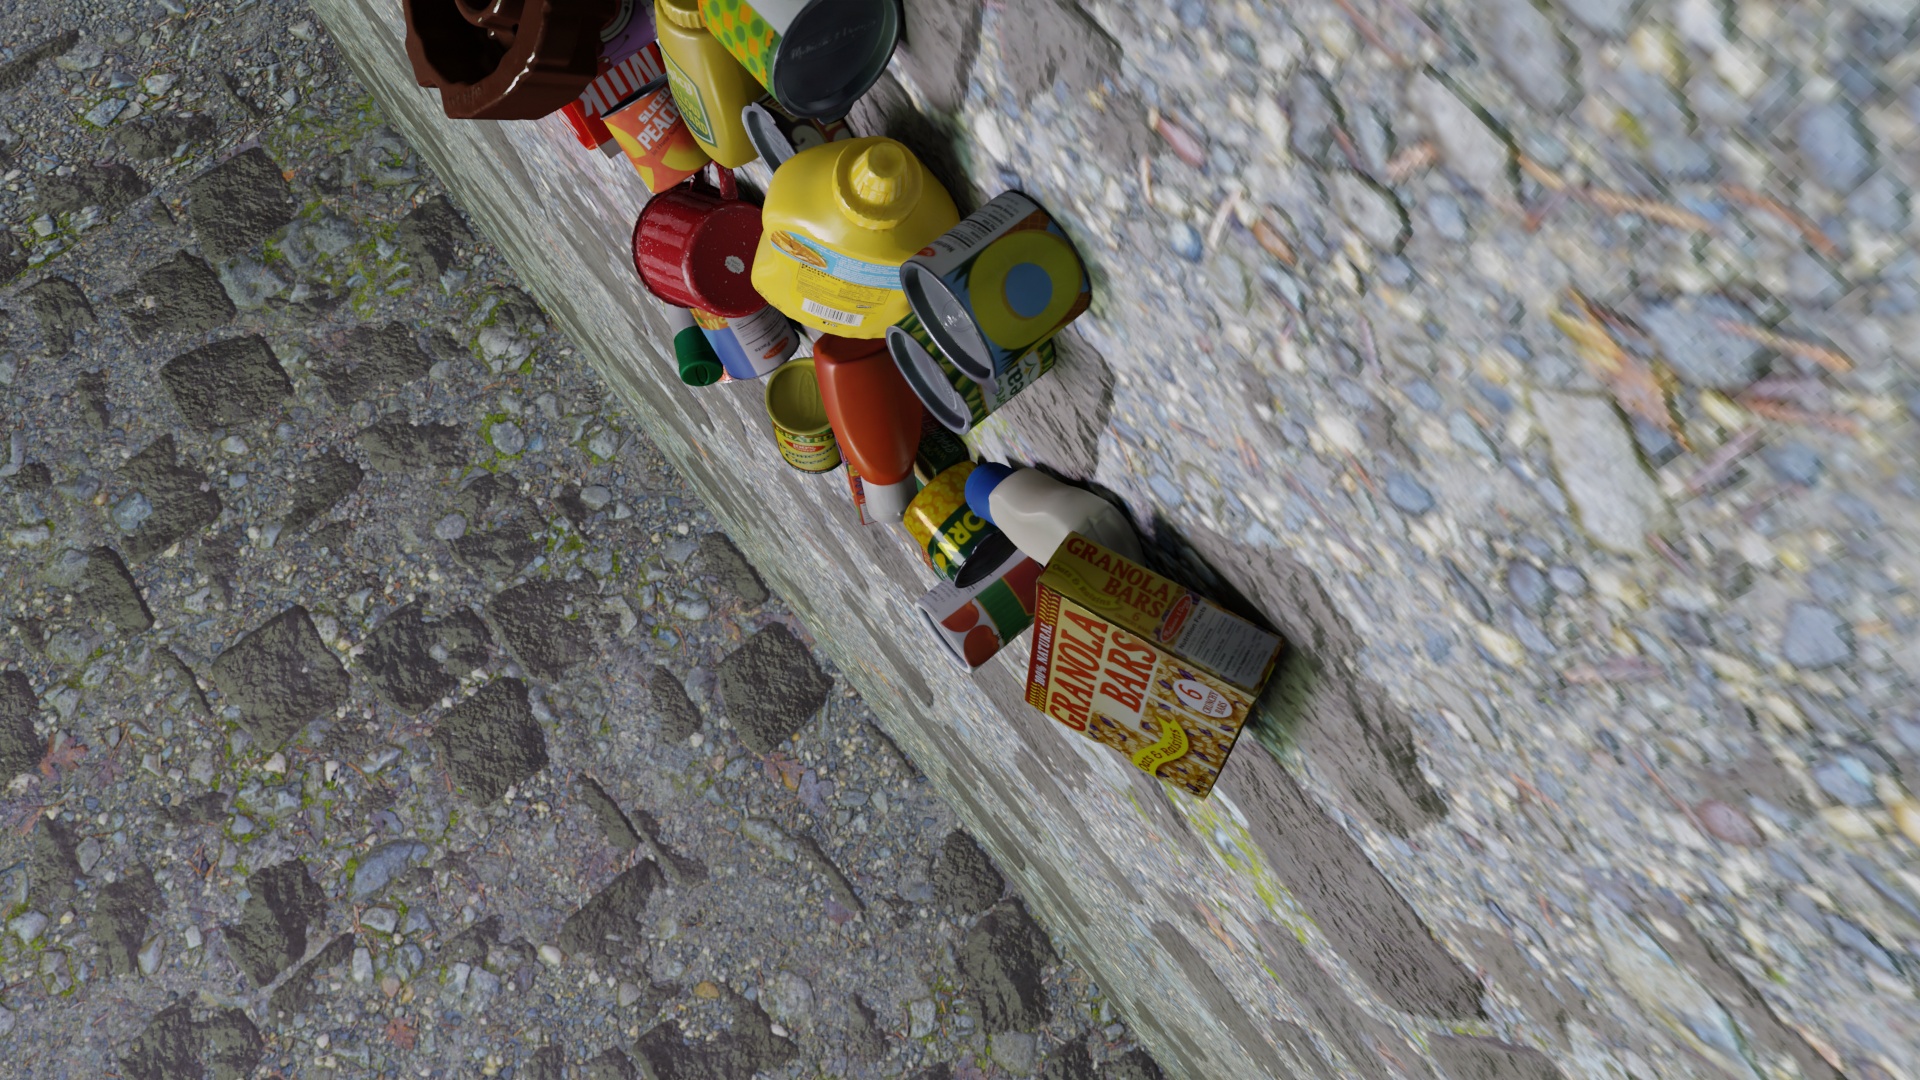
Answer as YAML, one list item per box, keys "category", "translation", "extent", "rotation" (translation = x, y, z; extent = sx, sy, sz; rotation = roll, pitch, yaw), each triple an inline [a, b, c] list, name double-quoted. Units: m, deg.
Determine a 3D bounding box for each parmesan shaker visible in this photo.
- category: "parmesan shaker"
  translation: [-0.120, -0.100, 1.145]
  extent: [0.071, 0.071, 0.102]
  rotation: [49, 168, 12]

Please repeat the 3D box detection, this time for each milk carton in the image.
- category: "milk carton"
  translation: [-0.269, -0.345, 0.964]
  extent: [0.191, 0.072, 0.073]
  rotation: [50, 168, 15]

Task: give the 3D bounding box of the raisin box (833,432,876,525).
- category: "raisin box"
  translation: [-0.072, -0.075, 1.028]
  extent: [0.123, 0.040, 0.086]
  rotation: [87, 168, -69]

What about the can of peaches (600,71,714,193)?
- category: "can of peaches"
  translation: [-0.190, -0.268, 0.905]
  extent: [0.058, 0.071, 0.071]
  rotation: [57, 167, -26]

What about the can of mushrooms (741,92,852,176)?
- category: "can of mushrooms"
  translation: [-0.086, -0.216, 0.751]
  extent: [0.071, 0.033, 0.071]
  rotation: [49, 168, 15]

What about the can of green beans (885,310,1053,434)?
- category: "can of green beans"
  translation: [0.005, -0.096, 0.700]
  extent: [0.071, 0.058, 0.071]
  rotation: [49, 167, 15]

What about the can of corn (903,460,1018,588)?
- category: "can of corn"
  translation: [0.003, -0.012, 0.932]
  extent: [0.058, 0.071, 0.071]
  rotation: [48, 167, 18]

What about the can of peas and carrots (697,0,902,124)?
- category: "can of peas and carrots"
  translation: [-0.068, -0.221, 0.587]
  extent: [0.059, 0.071, 0.070]
  rotation: [48, 167, 21]

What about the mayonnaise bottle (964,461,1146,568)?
- category: "mayonnaise bottle"
  translation: [0.050, -0.013, 0.822]
  extent: [0.064, 0.041, 0.148]
  rotation: [58, 168, -29]

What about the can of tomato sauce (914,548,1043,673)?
- category: "can of tomato sauce"
  translation: [0.020, 0.047, 1.002]
  extent: [0.071, 0.083, 0.071]
  rotation: [49, 167, 15]

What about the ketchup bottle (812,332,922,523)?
- category: "ketchup bottle"
  translation: [-0.053, -0.075, 0.906]
  extent: [0.044, 0.065, 0.148]
  rotation: [46, 155, 40]

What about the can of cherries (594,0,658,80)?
- category: "can of cherries"
  translation: [-0.232, -0.336, 0.882]
  extent: [0.071, 0.058, 0.071]
  rotation: [49, 168, 14]

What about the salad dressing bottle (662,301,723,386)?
- category: "salad dressing bottle"
  translation: [-0.230, -0.200, 1.174]
  extent: [0.064, 0.044, 0.148]
  rotation: [94, 162, -62]

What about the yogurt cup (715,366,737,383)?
- category: "yogurt cup"
  translation: [-0.203, -0.178, 1.229]
  extent: [0.072, 0.072, 0.053]
  rotation: [35, 151, 53]

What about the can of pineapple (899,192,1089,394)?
- category: "can of pineapple"
  translation: [0.016, -0.111, 0.618]
  extent: [0.071, 0.058, 0.070]
  rotation: [49, 168, 15]

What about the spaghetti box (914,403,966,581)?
- category: "spaghetti box"
  translation: [-0.013, -0.022, 1.057]
  extent: [0.050, 0.029, 0.249]
  rotation: [48, 167, 21]

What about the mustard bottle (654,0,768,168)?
- category: "mustard bottle"
  translation: [-0.134, -0.266, 0.745]
  extent: [0.065, 0.049, 0.159]
  rotation: [50, 168, 15]

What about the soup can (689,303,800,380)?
- category: "soup can"
  translation: [-0.178, -0.181, 1.111]
  extent: [0.071, 0.071, 0.083]
  rotation: [38, 161, 49]

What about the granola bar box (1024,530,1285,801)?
- category: "granola bar box"
  translation: [0.099, 0.074, 0.764]
  extent: [0.124, 0.039, 0.164]
  rotation: [28, 155, 15]
